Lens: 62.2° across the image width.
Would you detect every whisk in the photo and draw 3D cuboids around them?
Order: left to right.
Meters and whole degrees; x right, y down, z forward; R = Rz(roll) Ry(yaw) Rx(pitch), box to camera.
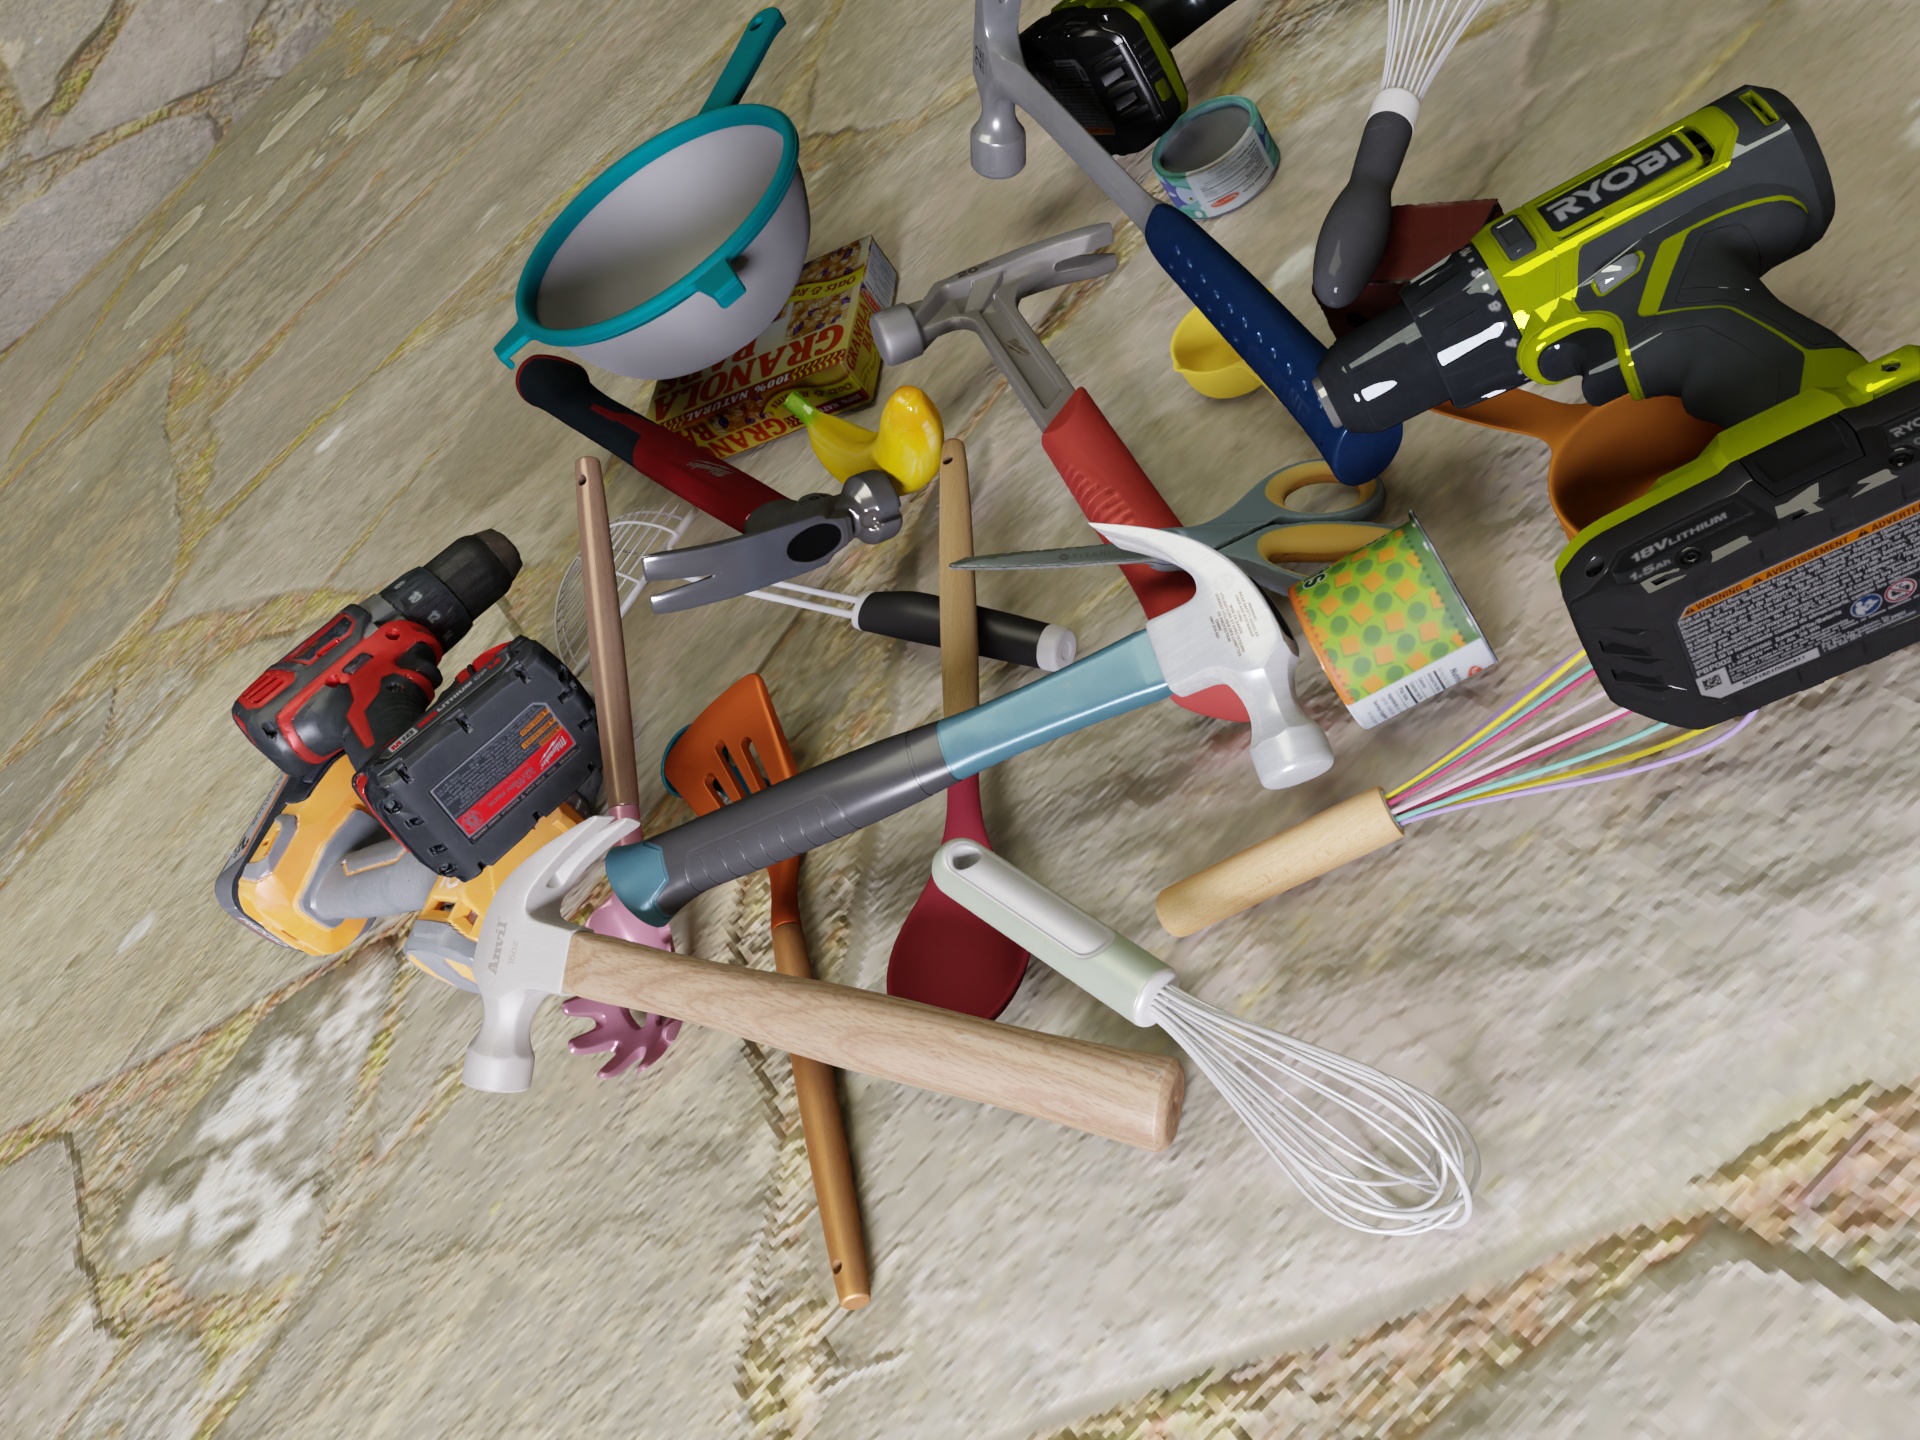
[{"bbox_3d":[0.077,0.104,0.575,0.058,0.059,0.247,-37,48,-27],"label":"whisk"},{"bbox_3d":[0.211,-0.309,0.752,0.070,0.070,0.285,4,64,40],"label":"whisk"},{"bbox_3d":[0.180,0.021,0.597,0.245,0.047,0.051,-29,45,21],"label":"whisk"}]

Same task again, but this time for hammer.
[{"bbox_3d":[-0.196,-0.156,0.944,0.143,0.038,0.387,-23,34,-27],"label":"hammer"},{"bbox_3d":[-0.068,0.119,0.659,0.331,0.031,0.130,8,87,26],"label":"hammer"},{"bbox_3d":[-0.016,0.019,0.682,0.331,0.033,0.128,-23,71,21],"label":"hammer"},{"bbox_3d":[0.074,-0.134,0.793,0.149,0.036,0.360,-22,47,-5],"label":"hammer"},{"bbox_3d":[0.094,-0.257,0.796,0.035,0.144,0.406,-18,50,-14],"label":"hammer"}]

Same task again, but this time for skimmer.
[{"bbox_3d":[-0.088,-0.053,0.875,0.363,0.090,0.127,14,61,32],"label":"skimmer"}]

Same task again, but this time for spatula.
[{"bbox_3d":[-0.083,0.114,0.728,0.081,0.041,0.323,-42,41,23],"label":"spatula"}]

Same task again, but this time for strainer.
[{"bbox_3d":[-0.158,-0.340,1.053,0.211,0.095,0.341,-6,51,31],"label":"strainer"}]

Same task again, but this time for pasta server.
[{"bbox_3d":[-0.174,0.016,0.792,0.060,0.040,0.316,-12,78,19],"label":"pasta server"}]

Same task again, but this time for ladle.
[{"bbox_3d":[-0.001,-0.002,0.734,0.069,0.031,0.316,-14,59,23],"label":"ladle"}]

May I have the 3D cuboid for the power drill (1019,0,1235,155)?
[{"bbox_3d":[0.152,-0.427,0.923,0.223,0.080,0.171,-38,28,-3],"label":"power drill"}]

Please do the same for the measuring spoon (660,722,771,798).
[{"bbox_3d":[-0.108,0.038,0.830,0.129,0.021,0.042,24,86,37],"label":"measuring spoon"}]

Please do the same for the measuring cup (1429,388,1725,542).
[{"bbox_3d":[0.251,-0.100,0.631,0.095,0.052,0.174,-48,40,-5],"label":"measuring cup"}]

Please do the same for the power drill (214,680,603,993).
[{"bbox_3d":[-0.304,0.058,0.920,0.226,0.084,0.185,0,56,34],"label":"power drill"}]

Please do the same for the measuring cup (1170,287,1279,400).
[{"bbox_3d":[0.159,-0.160,0.772,0.062,0.029,0.157,-40,47,5],"label":"measuring cup"}]

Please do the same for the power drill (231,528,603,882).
[{"bbox_3d":[-0.285,-0.023,0.882,0.188,0.080,0.227,-45,42,-21],"label":"power drill"}]

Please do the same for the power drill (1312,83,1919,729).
[{"bbox_3d":[0.235,-0.111,0.557,0.190,0.080,0.229,-27,42,18],"label":"power drill"}]
